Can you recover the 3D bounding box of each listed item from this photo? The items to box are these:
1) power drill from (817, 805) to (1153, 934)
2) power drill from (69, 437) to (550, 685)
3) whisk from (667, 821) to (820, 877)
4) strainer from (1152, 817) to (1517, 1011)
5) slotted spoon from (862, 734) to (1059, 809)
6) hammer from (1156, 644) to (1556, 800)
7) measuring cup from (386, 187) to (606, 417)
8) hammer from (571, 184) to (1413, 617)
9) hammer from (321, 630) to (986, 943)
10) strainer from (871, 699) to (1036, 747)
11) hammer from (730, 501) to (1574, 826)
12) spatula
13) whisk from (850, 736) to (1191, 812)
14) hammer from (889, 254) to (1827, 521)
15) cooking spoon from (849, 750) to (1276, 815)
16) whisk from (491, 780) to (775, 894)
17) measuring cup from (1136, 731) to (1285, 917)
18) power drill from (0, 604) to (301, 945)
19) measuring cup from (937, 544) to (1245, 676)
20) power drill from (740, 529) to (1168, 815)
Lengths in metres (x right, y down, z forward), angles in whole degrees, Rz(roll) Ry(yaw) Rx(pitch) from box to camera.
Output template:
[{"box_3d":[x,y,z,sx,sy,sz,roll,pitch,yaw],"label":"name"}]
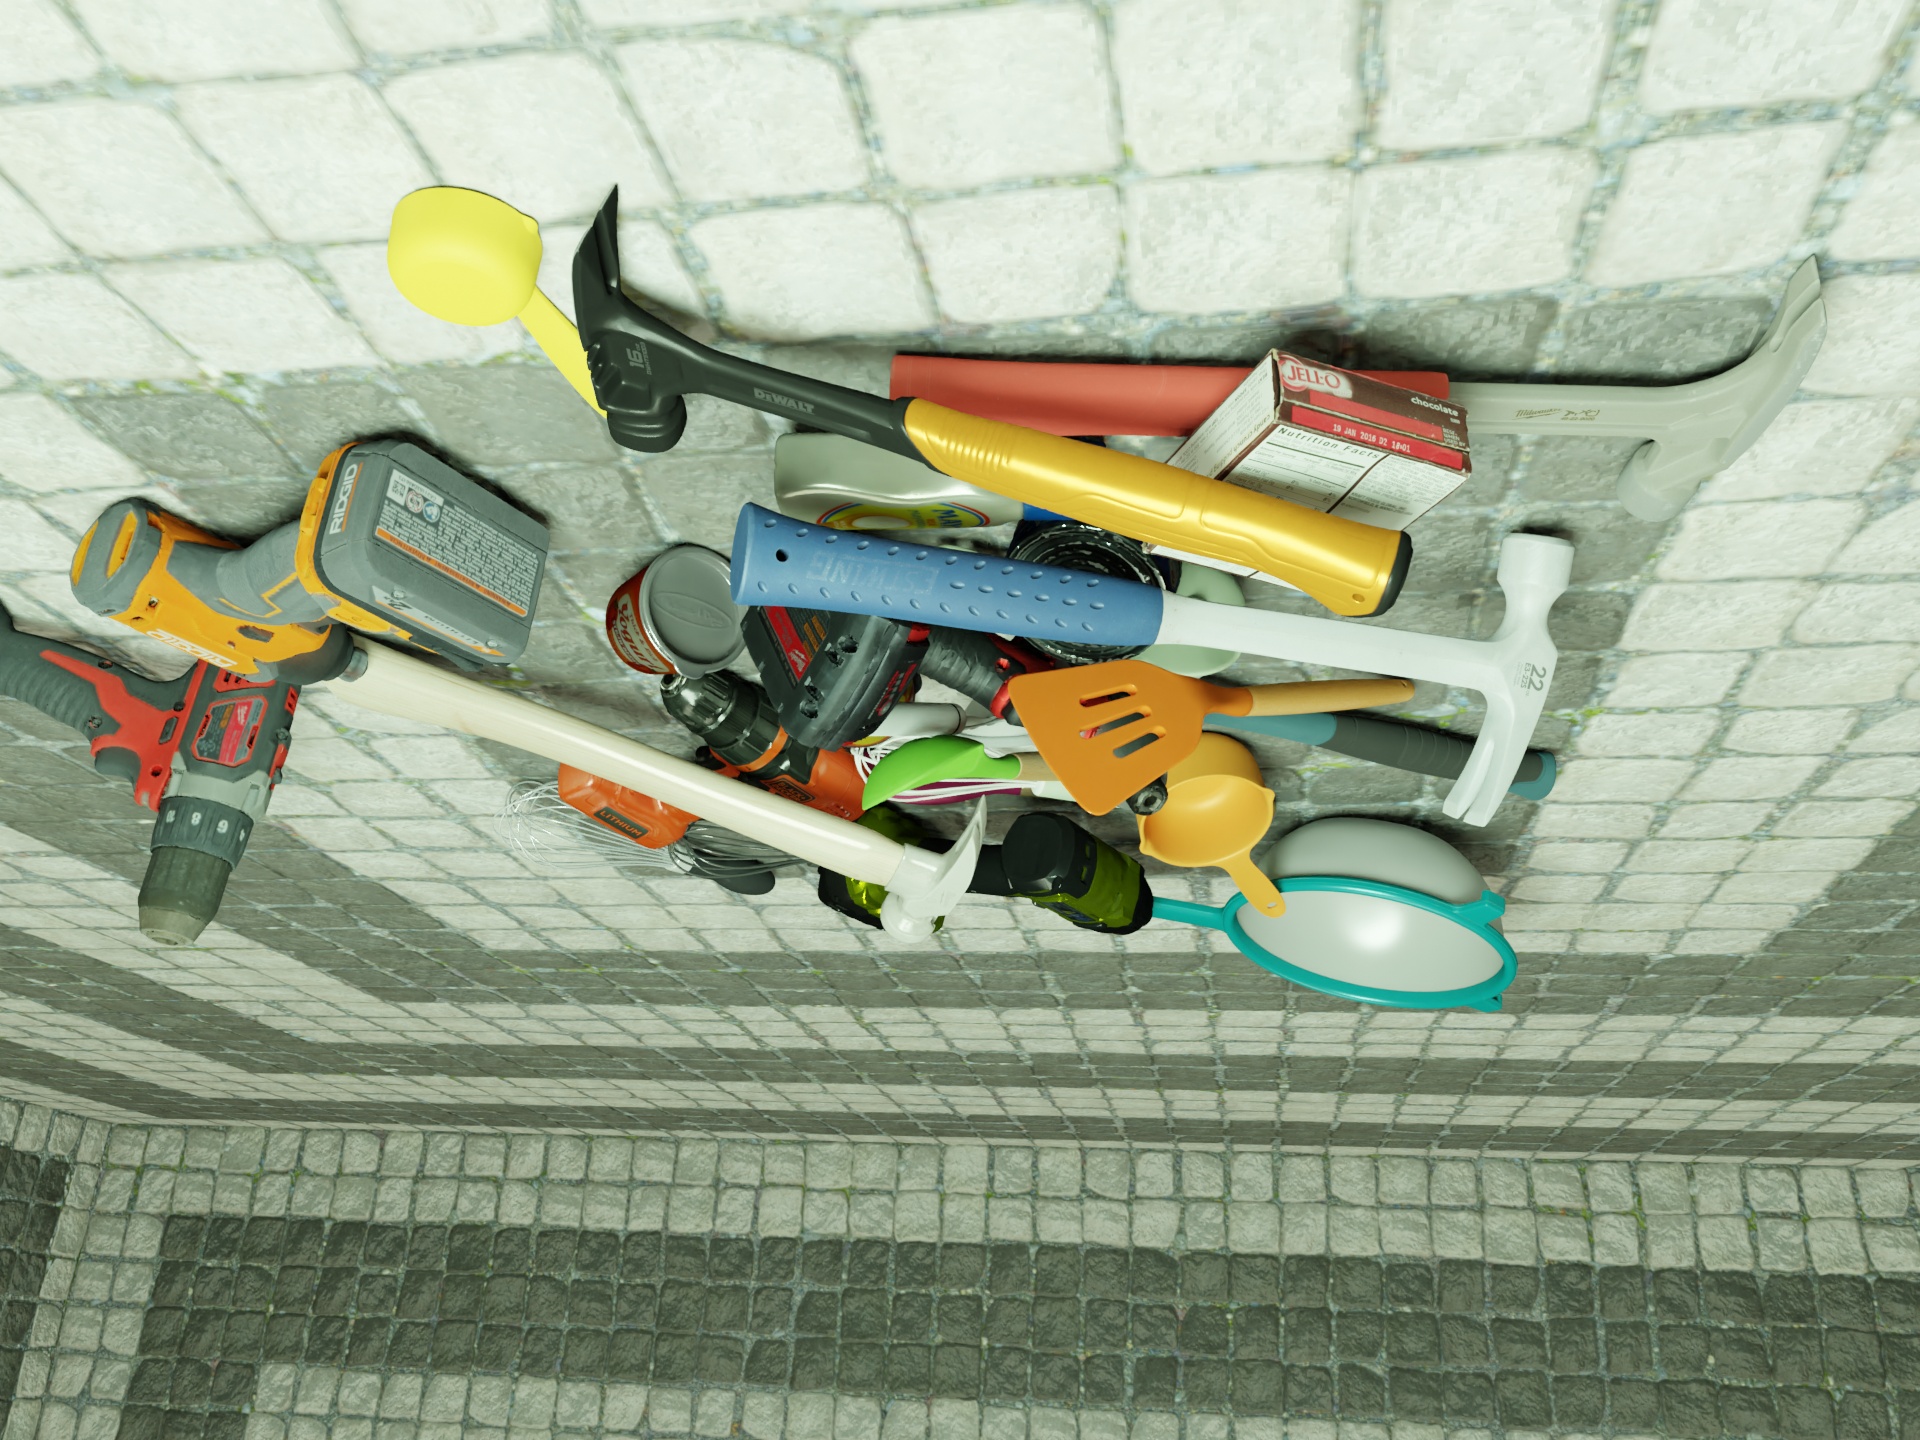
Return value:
[{"box_3d":[0.022,0.118,1.173,0.223,0.080,0.171,-1,159,34],"label":"power drill"},{"box_3d":[-0.324,-0.067,0.828,0.226,0.084,0.164,-6,156,31],"label":"power drill"},{"box_3d":[-0.117,0.108,1.257,0.238,0.055,0.055,10,156,-25],"label":"whisk"},{"box_3d":[0.248,0.123,1.205,0.340,0.095,0.210,7,152,22],"label":"strainer"},{"box_3d":[0.041,0.028,0.952,0.070,0.031,0.313,-30,164,28],"label":"slotted spoon"},{"box_3d":[0.236,0.008,0.983,0.330,0.033,0.128,11,160,-22],"label":"hammer"},{"box_3d":[-0.176,-0.156,0.655,0.062,0.029,0.156,-5,154,19],"label":"measuring cup"},{"box_3d":[0.010,-0.109,0.619,0.337,0.034,0.127,18,154,6],"label":"hammer"},{"box_3d":[-0.186,0.027,0.972,0.410,0.038,0.146,21,143,-7],"label":"hammer"},{"box_3d":[-0.001,-0.003,0.909,0.087,0.050,0.258,-13,173,29],"label":"strainer"},{"box_3d":[0.098,-0.040,0.723,0.405,0.144,0.035,7,-174,-19],"label":"hammer"},{"box_3d":[0.155,-0.005,0.837,0.322,0.081,0.041,-4,144,-48],"label":"spatula"},{"box_3d":[0.045,0.037,1.073,0.246,0.058,0.059,9,-169,-17],"label":"whisk"},{"box_3d":[0.150,-0.136,0.657,0.359,0.037,0.149,2,157,2],"label":"hammer"},{"box_3d":[0.068,0.048,1.125,0.319,0.017,0.068,6,148,-6],"label":"cooking spoon"},{"box_3d":[-0.247,0.102,1.254,0.070,0.070,0.284,-14,156,34],"label":"whisk"},{"box_3d":[0.178,0.073,1.075,0.095,0.052,0.173,-26,133,17],"label":"measuring cup"},{"box_3d":[-0.522,0.024,0.934,0.226,0.188,0.080,14,154,-14],"label":"power drill"},{"box_3d":[0.070,-0.072,0.828,0.167,0.038,0.083,19,152,-6],"label":"measuring cup"},{"box_3d":[0.009,-0.019,0.813,0.219,0.143,0.078,18,117,-34],"label":"power drill"}]
